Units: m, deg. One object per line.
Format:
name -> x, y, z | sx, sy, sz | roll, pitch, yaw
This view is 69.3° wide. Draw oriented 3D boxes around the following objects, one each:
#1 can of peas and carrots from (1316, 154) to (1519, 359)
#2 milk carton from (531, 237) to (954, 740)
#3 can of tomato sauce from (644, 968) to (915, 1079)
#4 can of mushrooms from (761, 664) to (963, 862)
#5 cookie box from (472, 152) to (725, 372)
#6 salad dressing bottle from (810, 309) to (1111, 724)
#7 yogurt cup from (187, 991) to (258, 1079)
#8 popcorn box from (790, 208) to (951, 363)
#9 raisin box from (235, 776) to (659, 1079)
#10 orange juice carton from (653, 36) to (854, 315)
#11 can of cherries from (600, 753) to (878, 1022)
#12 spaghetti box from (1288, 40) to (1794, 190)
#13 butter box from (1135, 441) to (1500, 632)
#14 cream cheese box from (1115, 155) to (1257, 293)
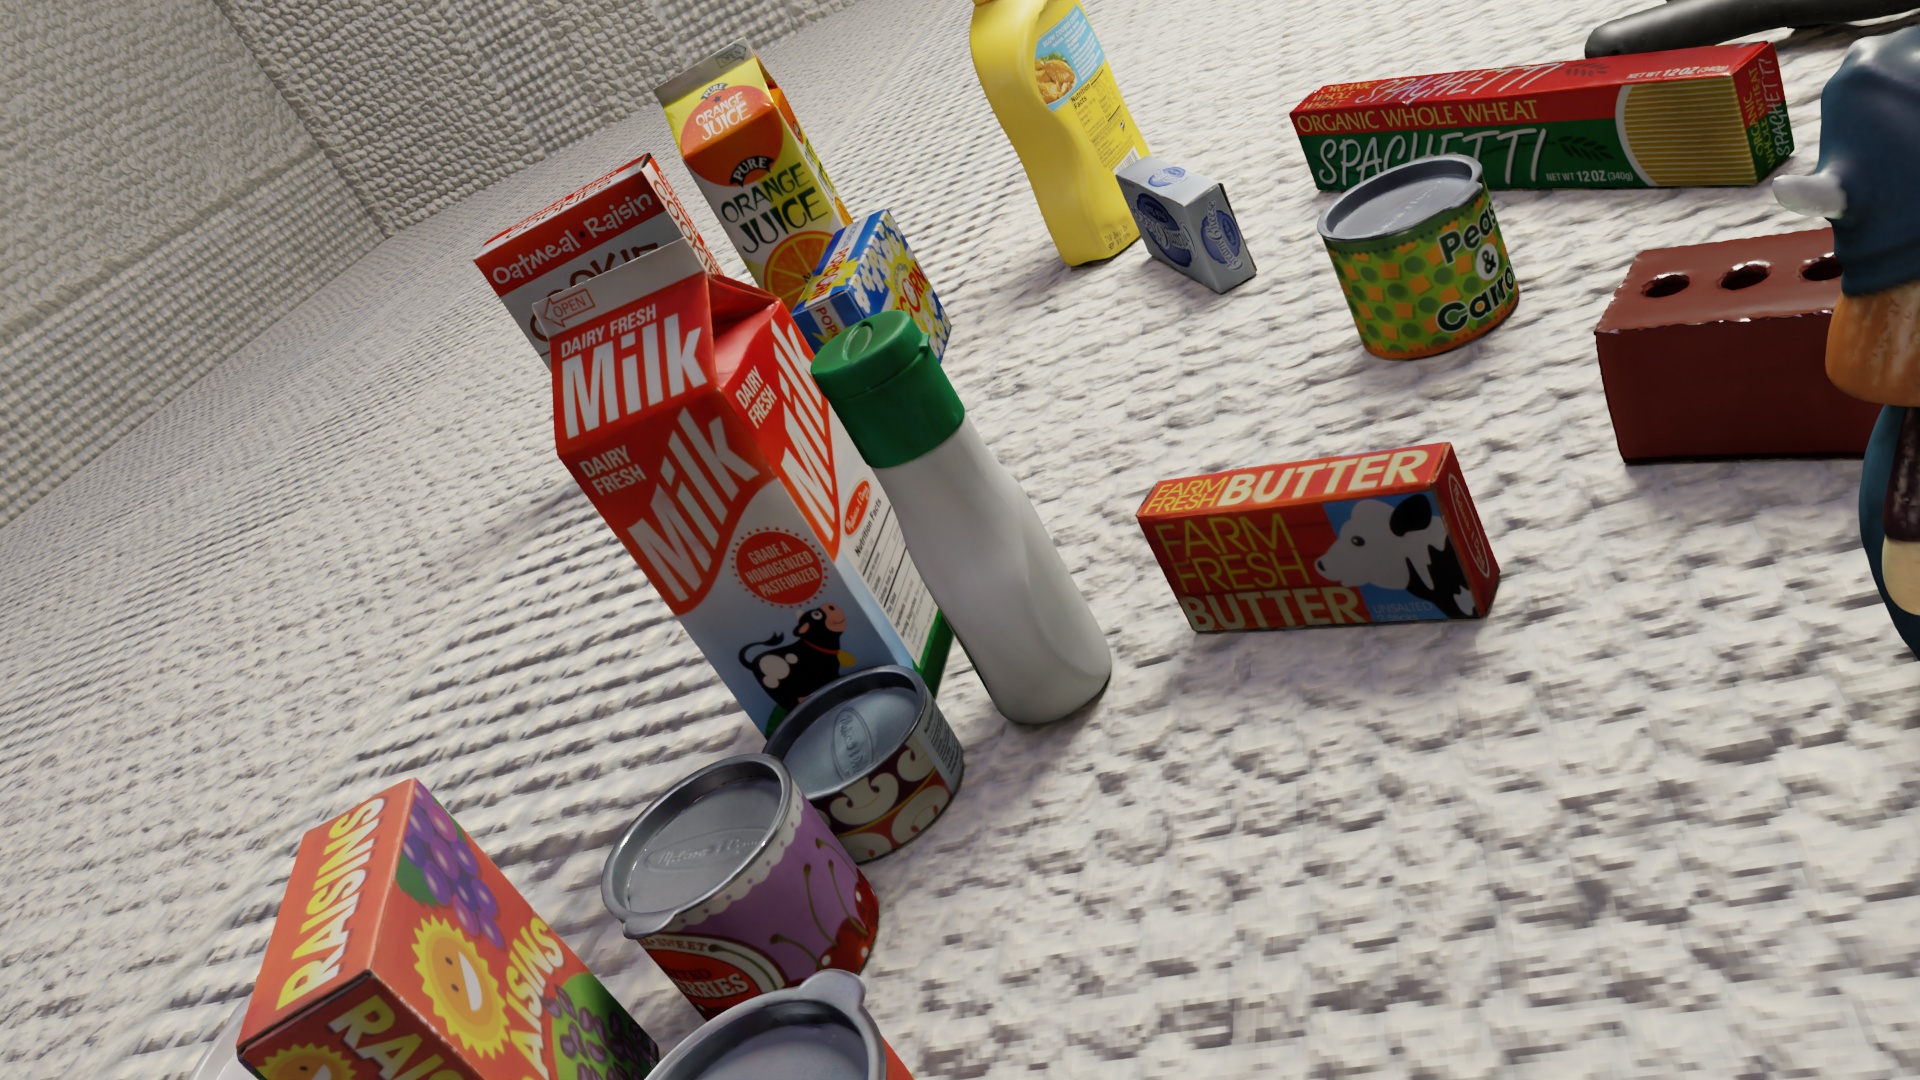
can of peas and carrots -> 0.189, -0.115, 0.566 | 0.071, 0.058, 0.071 | -23, 27, 13
milk carton -> -0.078, -0.018, 0.515 | 0.072, 0.190, 0.074 | -18, 29, 23
can of tomato sauce -> -0.025, 0.146, 0.295 | 0.071, 0.083, 0.071 | -23, 27, 13
can of mushrooms -> -0.036, 0.078, 0.481 | 0.071, 0.033, 0.071 | -23, 27, 13
cookie box -> -0.207, -0.142, 0.886 | 0.123, 0.167, 0.040 | -25, 27, 10
salad dressing bottle -> 0.002, -0.006, 0.462 | 0.044, 0.147, 0.064 | -22, 27, 15
yogurt cup -> -0.206, 0.178, 0.452 | 0.072, 0.053, 0.073 | -23, 27, 13
popcorn box -> -0.047, -0.125, 0.788 | 0.038, 0.085, 0.127 | -20, 28, 20
raisin box -> -0.130, 0.136, 0.373 | 0.040, 0.123, 0.086 | -30, 26, 0
orange juice carton -> -0.127, -0.235, 0.941 | 0.072, 0.192, 0.073 | -26, 26, 8
can of cherries -> -0.068, 0.111, 0.427 | 0.071, 0.058, 0.072 | -23, 27, 13
spaghetti box -> 0.252, -0.191, 0.645 | 0.029, 0.050, 0.250 | -39, 28, -17
butter box -> 0.112, 0.001, 0.445 | 0.103, 0.053, 0.024 | -6, 35, 39
cream cheese box -> 0.118, -0.169, 0.736 | 0.024, 0.053, 0.104 | -30, 26, -1
